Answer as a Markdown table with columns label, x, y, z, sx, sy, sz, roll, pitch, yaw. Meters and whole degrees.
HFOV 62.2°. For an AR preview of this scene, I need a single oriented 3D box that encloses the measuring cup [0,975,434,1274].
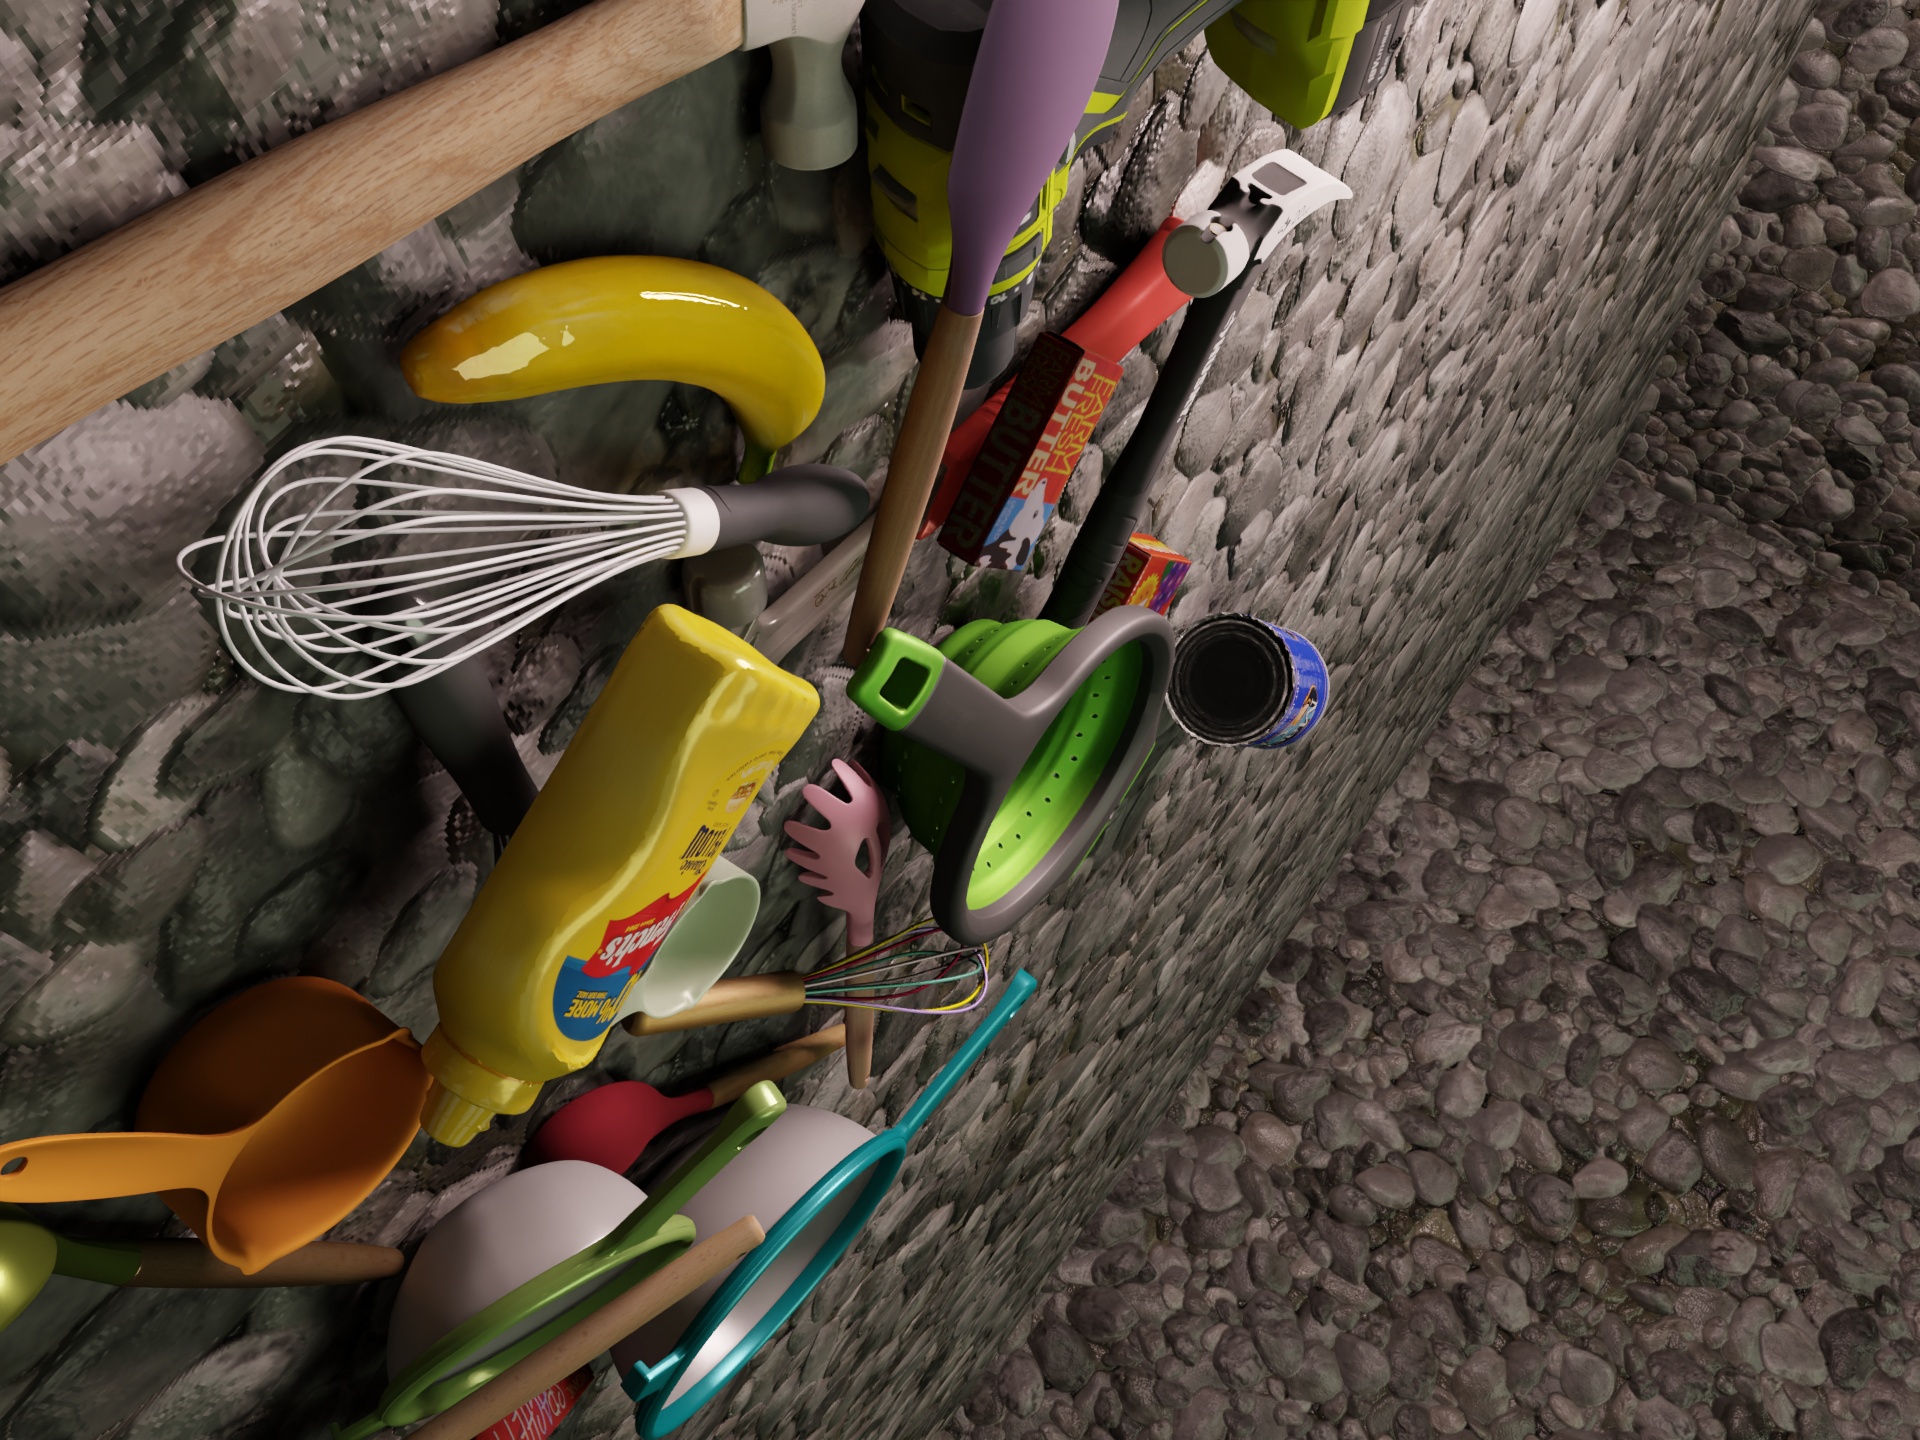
| label | x | y | z | sx | sy | sz | roll | pitch | yaw |
| --- | --- | --- | --- | --- | --- | --- | --- | --- | --- |
| measuring cup | -0.239 | 0.120 | 0.489 | 0.095 | 0.052 | 0.173 | -58 | 158 | 0 |

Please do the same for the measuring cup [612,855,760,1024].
| label | x | y | z | sx | sy | sz | roll | pitch | yaw |
| --- | --- | --- | --- | --- | --- | --- | --- | --- | --- |
| measuring cup | -0.156 | 0.111 | 0.685 | 0.167 | 0.038 | 0.083 | -34 | 149 | -43 |

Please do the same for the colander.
| label | x | y | z | sx | sy | sz | roll | pitch | yaw |
| --- | --- | --- | --- | --- | --- | --- | --- | --- | --- |
| colander | -0.001 | -0.003 | 0.785 | 0.204 | 0.094 | 0.396 | -58 | 160 | 0 |

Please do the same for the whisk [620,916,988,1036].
| label | x | y | z | sx | sy | sz | roll | pitch | yaw |
| --- | --- | --- | --- | --- | --- | --- | --- | --- | --- |
| whisk | -0.072 | 0.135 | 0.836 | 0.244 | 0.051 | 0.047 | 0 | 111 | -45 |

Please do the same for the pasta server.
| label | x | y | z | sx | sy | sz | roll | pitch | yaw |
| --- | --- | --- | --- | --- | --- | --- | --- | --- | --- |
| pasta server | -0.064 | 0.134 | 0.918 | 0.060 | 0.040 | 0.316 | -45 | 156 | -31 |

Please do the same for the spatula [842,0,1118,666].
| label | x | y | z | sx | sy | sz | roll | pitch | yaw |
| --- | --- | --- | --- | --- | --- | --- | --- | --- | --- |
| spatula | -0.004 | -0.127 | 0.559 | 0.060 | 0.018 | 0.315 | -28 | 154 | -35 |

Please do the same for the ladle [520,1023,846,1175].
| label | x | y | z | sx | sy | sz | roll | pitch | yaw |
| --- | --- | --- | --- | --- | --- | --- | --- | --- | --- |
| ladle | -0.132 | 0.206 | 0.890 | 0.069 | 0.031 | 0.315 | -61 | 161 | 12 |

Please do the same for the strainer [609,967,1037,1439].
| label | x | y | z | sx | sy | sz | roll | pitch | yaw |
| --- | --- | --- | --- | --- | --- | --- | --- | --- | --- |
| strainer | -0.092 | 0.250 | 0.931 | 0.340 | 0.095 | 0.210 | -46 | 163 | -24 |

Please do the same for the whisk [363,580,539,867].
| label | x | y | z | sx | sy | sz | roll | pitch | yaw |
| --- | --- | --- | --- | --- | --- | --- | --- | --- | --- |
| whisk | -0.156 | 0.031 | 0.559 | 0.055 | 0.055 | 0.238 | -48 | 154 | -25 |

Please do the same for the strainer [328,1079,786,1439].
| label | x | y | z | sx | sy | sz | roll | pitch | yaw |
| --- | --- | --- | --- | --- | --- | --- | --- | --- | --- |
| strainer | -0.167 | 0.210 | 0.689 | 0.256 | 0.069 | 0.151 | -46 | 159 | 27 |

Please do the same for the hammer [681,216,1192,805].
| label | x | y | z | sx | sy | sz | roll | pitch | yaw |
| --- | --- | --- | --- | --- | --- | --- | --- | --- | --- |
| hammer | 0.009 | -0.118 | 0.730 | 0.359 | 0.037 | 0.149 | -46 | 156 | -28 |

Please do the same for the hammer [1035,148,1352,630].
| label | x | y | z | sx | sy | sz | roll | pitch | yaw |
| --- | --- | --- | --- | --- | --- | --- | --- | --- | --- |
| hammer | 0.098 | -0.142 | 0.822 | 0.146 | 0.035 | 0.334 | -44 | 166 | -38 |

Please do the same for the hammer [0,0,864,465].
| label | x | y | z | sx | sy | sz | roll | pitch | yaw |
| --- | --- | --- | --- | --- | --- | --- | --- | --- | --- |
| hammer | -0.136 | -0.136 | 0.383 | 0.331 | 0.031 | 0.130 | -44 | 156 | -31 |

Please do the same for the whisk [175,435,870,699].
| label | x | y | z | sx | sy | sz | roll | pitch | yaw |
| --- | --- | --- | --- | --- | --- | --- | --- | --- | --- |
| whisk | -0.107 | -0.058 | 0.494 | 0.284 | 0.070 | 0.070 | -22 | 139 | -58 |

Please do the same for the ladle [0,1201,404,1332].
| label | x | y | z | sx | sy | sz | roll | pitch | yaw |
| --- | --- | --- | --- | --- | --- | --- | --- | --- | --- |
| ladle | -0.264 | 0.194 | 0.534 | 0.078 | 0.062 | 0.320 | -19 | 160 | 2 |

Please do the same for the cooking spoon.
| label | x | y | z | sx | sy | sz | roll | pitch | yaw |
| --- | --- | --- | --- | --- | --- | --- | --- | --- | --- |
| cooking spoon | -0.226 | 0.314 | 0.703 | 0.319 | 0.017 | 0.068 | -32 | 158 | -11 |

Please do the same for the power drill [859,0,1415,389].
| label | x | y | z | sx | sy | sz | roll | pitch | yaw |
| --- | --- | --- | --- | --- | --- | --- | --- | --- | --- |
| power drill | 0.062 | -0.234 | 0.590 | 0.228 | 0.080 | 0.190 | -37 | 159 | -16 |
